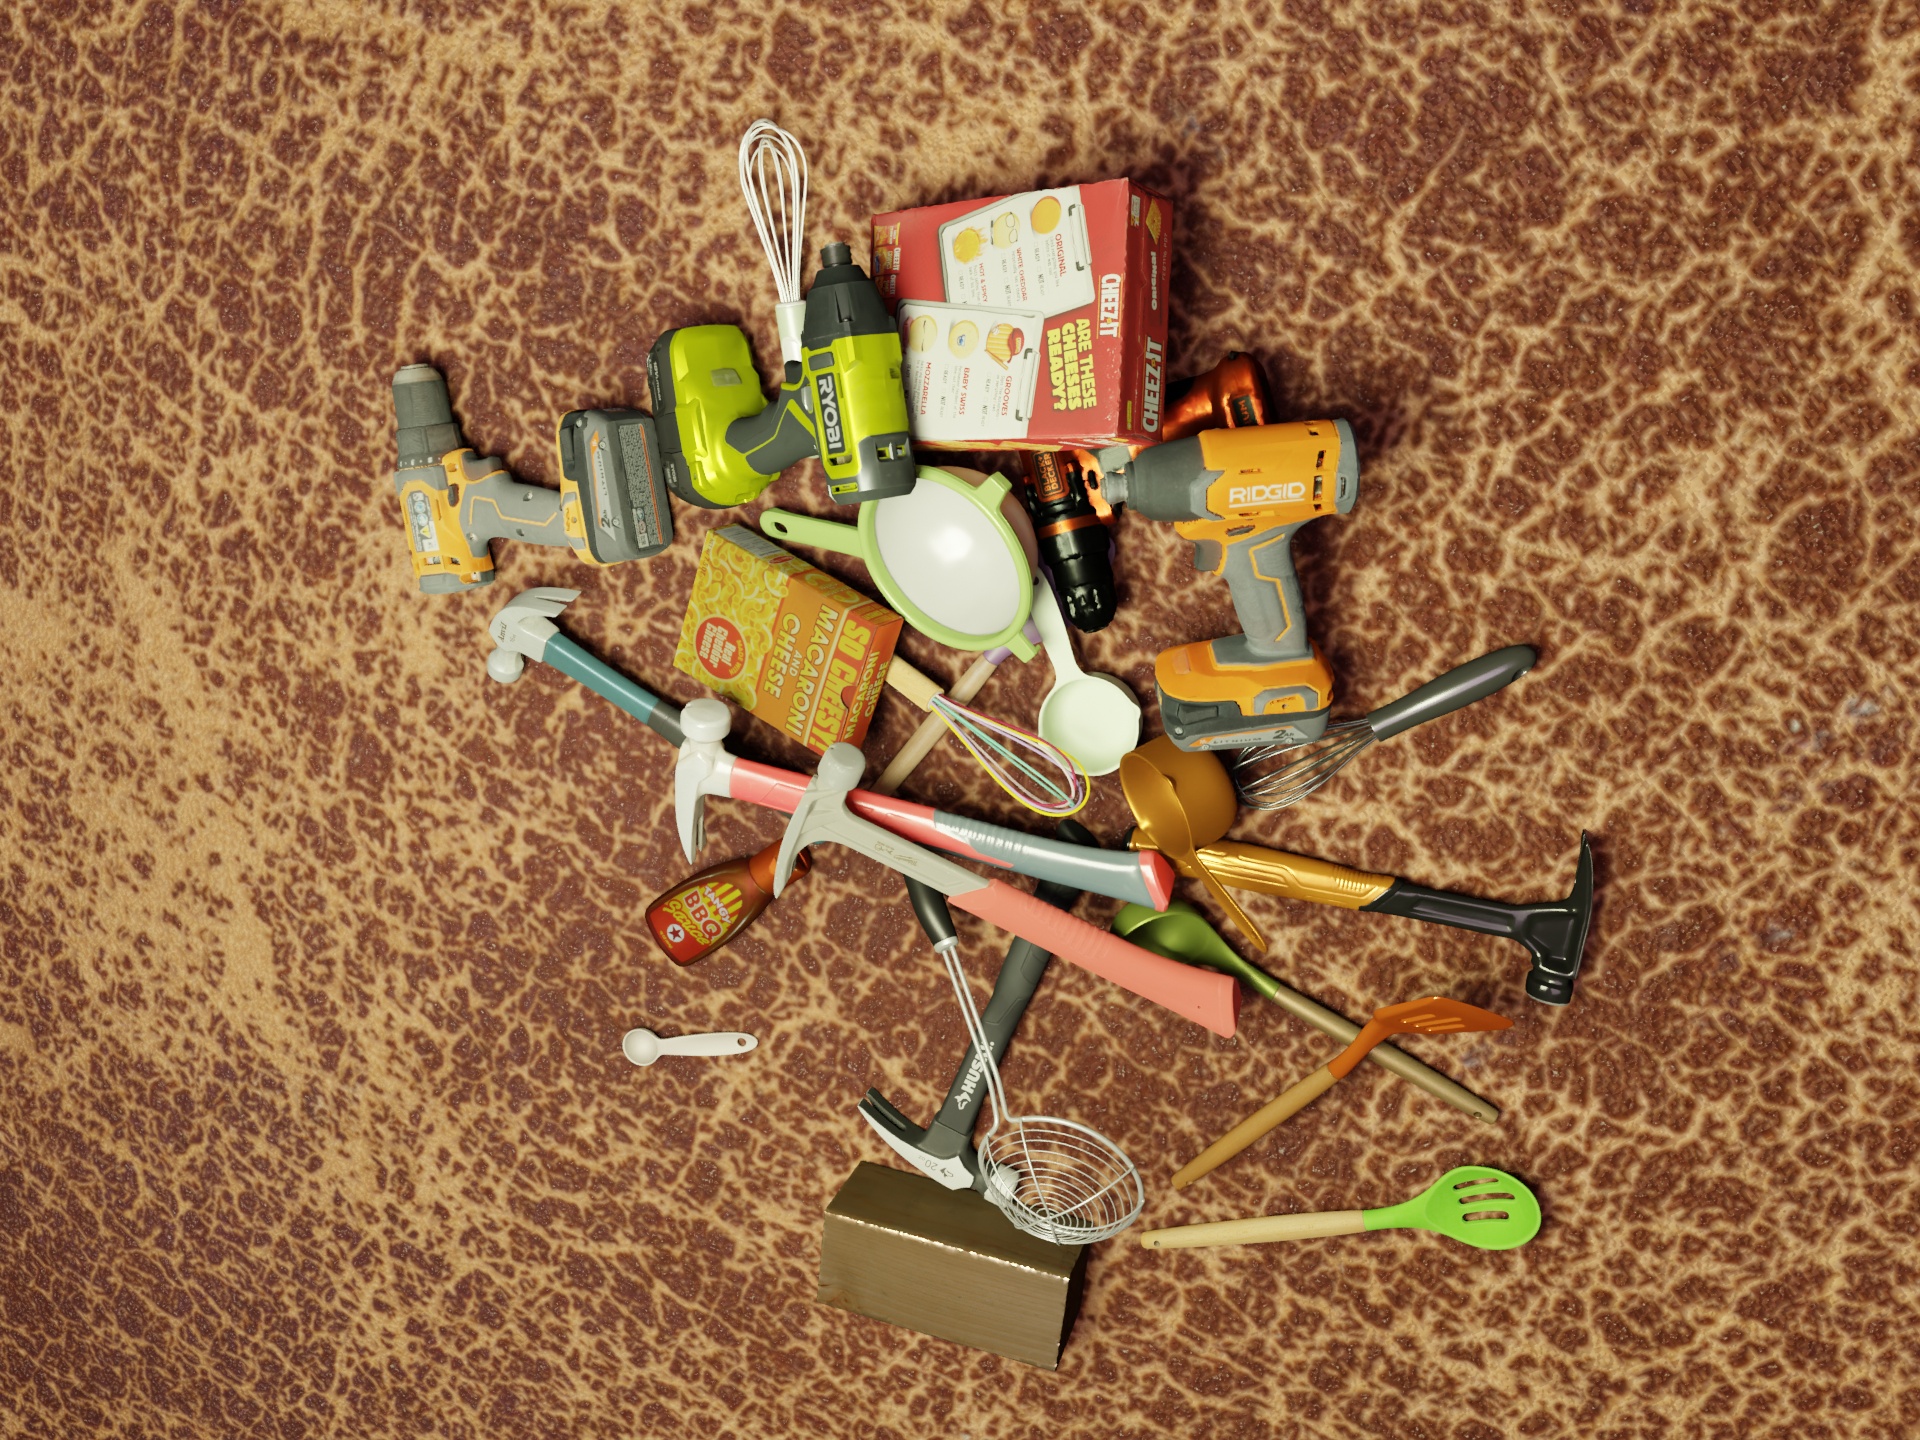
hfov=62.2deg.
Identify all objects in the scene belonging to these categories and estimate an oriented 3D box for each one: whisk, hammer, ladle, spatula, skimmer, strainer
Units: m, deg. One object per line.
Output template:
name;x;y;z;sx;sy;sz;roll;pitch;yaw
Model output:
whisk;0.000;-0.005;1.205;0.245;0.051;0.047;37;97;22
hammer;0.038;0.148;1.175;0.359;0.037;0.149;26;128;1
whisk;0.295;0.003;1.133;0.239;0.055;0.055;-27;95;17
ladle;0.258;0.226;1.197;0.320;0.062;0.078;30;130;5
whisk;-0.127;-0.317;1.182;0.058;0.059;0.246;2;109;29
spatula;0.009;-0.027;1.228;0.060;0.018;0.316;42;111;5
hammer;-0.032;0.092;1.206;0.386;0.038;0.143;14;125;9
hammer;0.285;0.116;1.170;0.337;0.034;0.127;10;107;15
skimmer;0.029;0.228;1.232;0.127;0.090;0.364;-36;65;37
hammer;0.031;0.228;1.278;0.146;0.035;0.334;25;110;9
spatula;0.265;0.281;1.186;0.081;0.041;0.322;21;129;-28
hammer;-0.237;0.001;1.290;0.331;0.033;0.128;32;138;2
strainer;-0.038;-0.141;1.188;0.256;0.069;0.151;16;133;35

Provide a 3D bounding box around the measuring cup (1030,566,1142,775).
measuring cup;0.084;-0.041;1.193;0.083;0.038;0.167;-19;95;21

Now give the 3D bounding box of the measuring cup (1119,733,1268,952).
measuring cup;0.184;0.084;1.144;0.052;0.095;0.174;-29;71;-18

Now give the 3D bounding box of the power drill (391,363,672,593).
power drill;-0.354;-0.201;1.268;0.226;0.084;0.185;-4;101;23

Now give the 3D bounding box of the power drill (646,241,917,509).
power drill;-0.127;-0.235;1.133;0.223;0.080;0.171;1;103;47

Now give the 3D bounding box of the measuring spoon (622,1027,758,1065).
measuring spoon;-0.234;0.281;1.389;0.124;0.018;0.034;-5;102;11

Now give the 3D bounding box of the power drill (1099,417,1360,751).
power drill;0.178;-0.091;1.074;0.164;0.084;0.226;-4;125;1

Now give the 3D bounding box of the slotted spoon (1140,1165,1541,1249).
slotted spoon;0.291;0.391;1.244;0.314;0.031;0.070;-13;99;22
